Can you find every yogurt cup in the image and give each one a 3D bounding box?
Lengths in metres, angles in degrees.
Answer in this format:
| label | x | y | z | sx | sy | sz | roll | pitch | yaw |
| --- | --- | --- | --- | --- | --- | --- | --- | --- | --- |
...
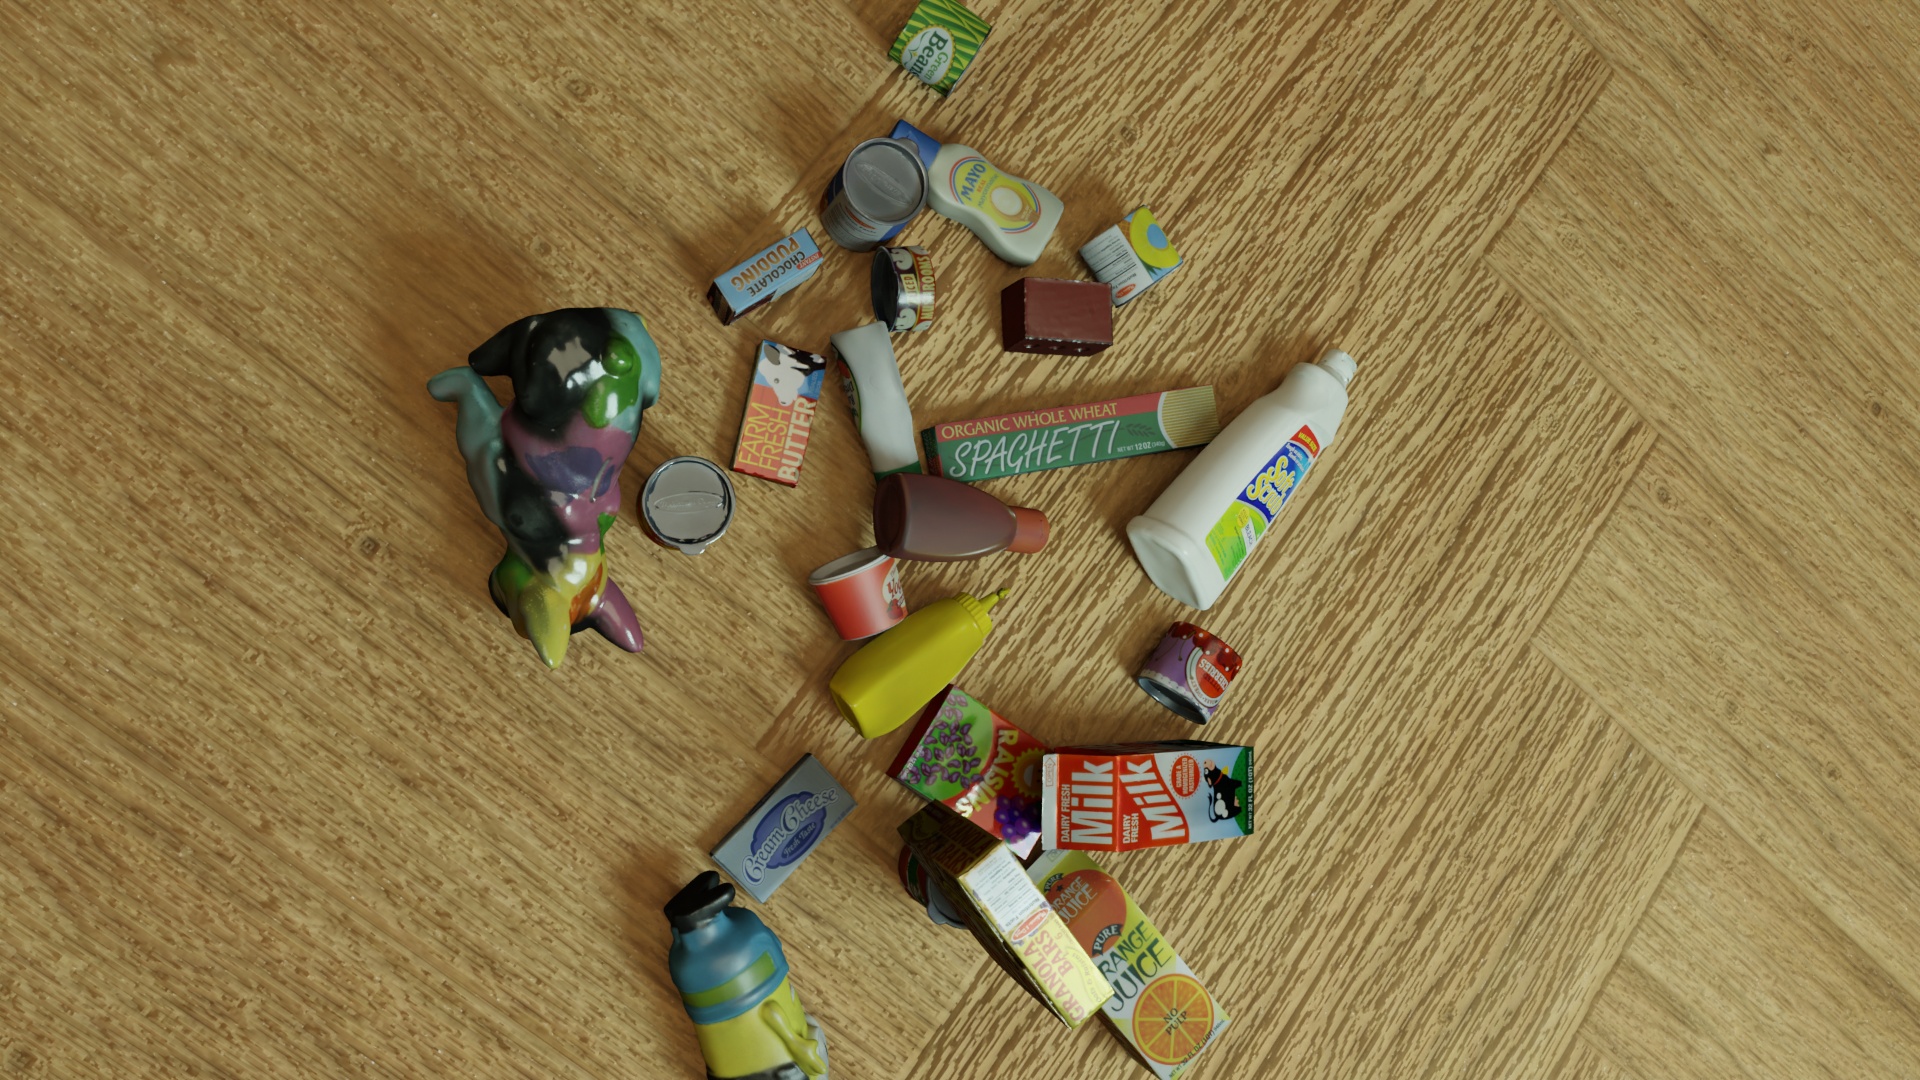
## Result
| label | x | y | z | sx | sy | sz | roll | pitch | yaw |
| --- | --- | --- | --- | --- | --- | --- | --- | --- | --- |
| yogurt cup | -0.074 | 0.040 | 1.045 | 0.072 | 0.072 | 0.054 | -24 | 102 | -17 |

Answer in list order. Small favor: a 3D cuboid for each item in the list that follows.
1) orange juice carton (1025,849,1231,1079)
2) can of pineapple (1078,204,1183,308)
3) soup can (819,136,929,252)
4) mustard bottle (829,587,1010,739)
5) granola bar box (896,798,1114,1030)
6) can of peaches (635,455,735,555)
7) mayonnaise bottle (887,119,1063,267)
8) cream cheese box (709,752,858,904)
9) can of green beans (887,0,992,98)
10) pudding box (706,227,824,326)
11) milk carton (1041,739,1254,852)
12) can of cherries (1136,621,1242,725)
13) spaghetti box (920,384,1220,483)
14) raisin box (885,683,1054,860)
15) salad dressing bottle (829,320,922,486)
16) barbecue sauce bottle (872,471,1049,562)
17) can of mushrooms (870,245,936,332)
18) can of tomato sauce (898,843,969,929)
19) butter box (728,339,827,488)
| label | x | y | z | sx | sy | sz | roll | pitch | yaw |
| --- | --- | --- | --- | --- | --- | --- | --- | --- | --- |
| orange juice carton | 0.115 | 0.322 | 1.080 | 0.072 | 0.073 | 0.192 | -41 | 98 | -15 |
| can of pineapple | 0.139 | -0.232 | 1.130 | 0.071 | 0.071 | 0.058 | -37 | 98 | -16 |
| soup can | -0.065 | -0.263 | 1.057 | 0.071 | 0.083 | 0.071 | 1 | 86 | -18 |
| mustard bottle | -0.025 | 0.083 | 1.059 | 0.161 | 0.049 | 0.065 | -37 | 141 | -21 |
| granola bar box | 0.024 | 0.242 | 0.920 | 0.039 | 0.165 | 0.124 | -38 | 98 | -13 |
| can of peaches | -0.201 | -0.024 | 1.011 | 0.071 | 0.058 | 0.071 | 1 | 87 | -18 |
| mayonnaise bottle | 0.006 | -0.279 | 1.103 | 0.148 | 0.041 | 0.065 | 29 | 80 | -14 |
| cream cheese box | -0.131 | 0.214 | 1.035 | 0.104 | 0.024 | 0.053 | -45 | 99 | -15 |
| can of green beans | -0.017 | -0.392 | 1.090 | 0.058 | 0.071 | 0.071 | 32 | 78 | -13 |
| pudding box | -0.147 | -0.198 | 1.044 | 0.084 | 0.049 | 0.030 | -35 | 96 | -16 |
| milk carton | 0.135 | 0.194 | 1.065 | 0.191 | 0.073 | 0.072 | 2 | 87 | -37 |
| can of cherries | 0.187 | 0.106 | 1.118 | 0.071 | 0.071 | 0.058 | 39 | 76 | -12 |
| spaghetti box | 0.093 | -0.085 | 1.124 | 0.251 | 0.028 | 0.050 | -10 | 89 | -18 |
| raisin box | 0.017 | 0.179 | 1.077 | 0.123 | 0.040 | 0.086 | 34 | 76 | -11 |
| salad dressing bottle | -0.059 | -0.091 | 1.062 | 0.044 | 0.064 | 0.147 | -17 | 99 | -9 |
| barbecue sauce bottle | 0.004 | -0.013 | 1.057 | 0.149 | 0.043 | 0.065 | 6 | 78 | -41 |
| can of mushrooms | -0.043 | -0.193 | 1.066 | 0.033 | 0.071 | 0.071 | -6 | 88 | -19 |
| can of tomato sauce | -0.006 | 0.251 | 1.041 | 0.071 | 0.083 | 0.071 | 1 | 86 | -17 |
| butter box | -0.138 | -0.095 | 1.054 | 0.053 | 0.024 | 0.103 | 14 | 82 | -16 |
